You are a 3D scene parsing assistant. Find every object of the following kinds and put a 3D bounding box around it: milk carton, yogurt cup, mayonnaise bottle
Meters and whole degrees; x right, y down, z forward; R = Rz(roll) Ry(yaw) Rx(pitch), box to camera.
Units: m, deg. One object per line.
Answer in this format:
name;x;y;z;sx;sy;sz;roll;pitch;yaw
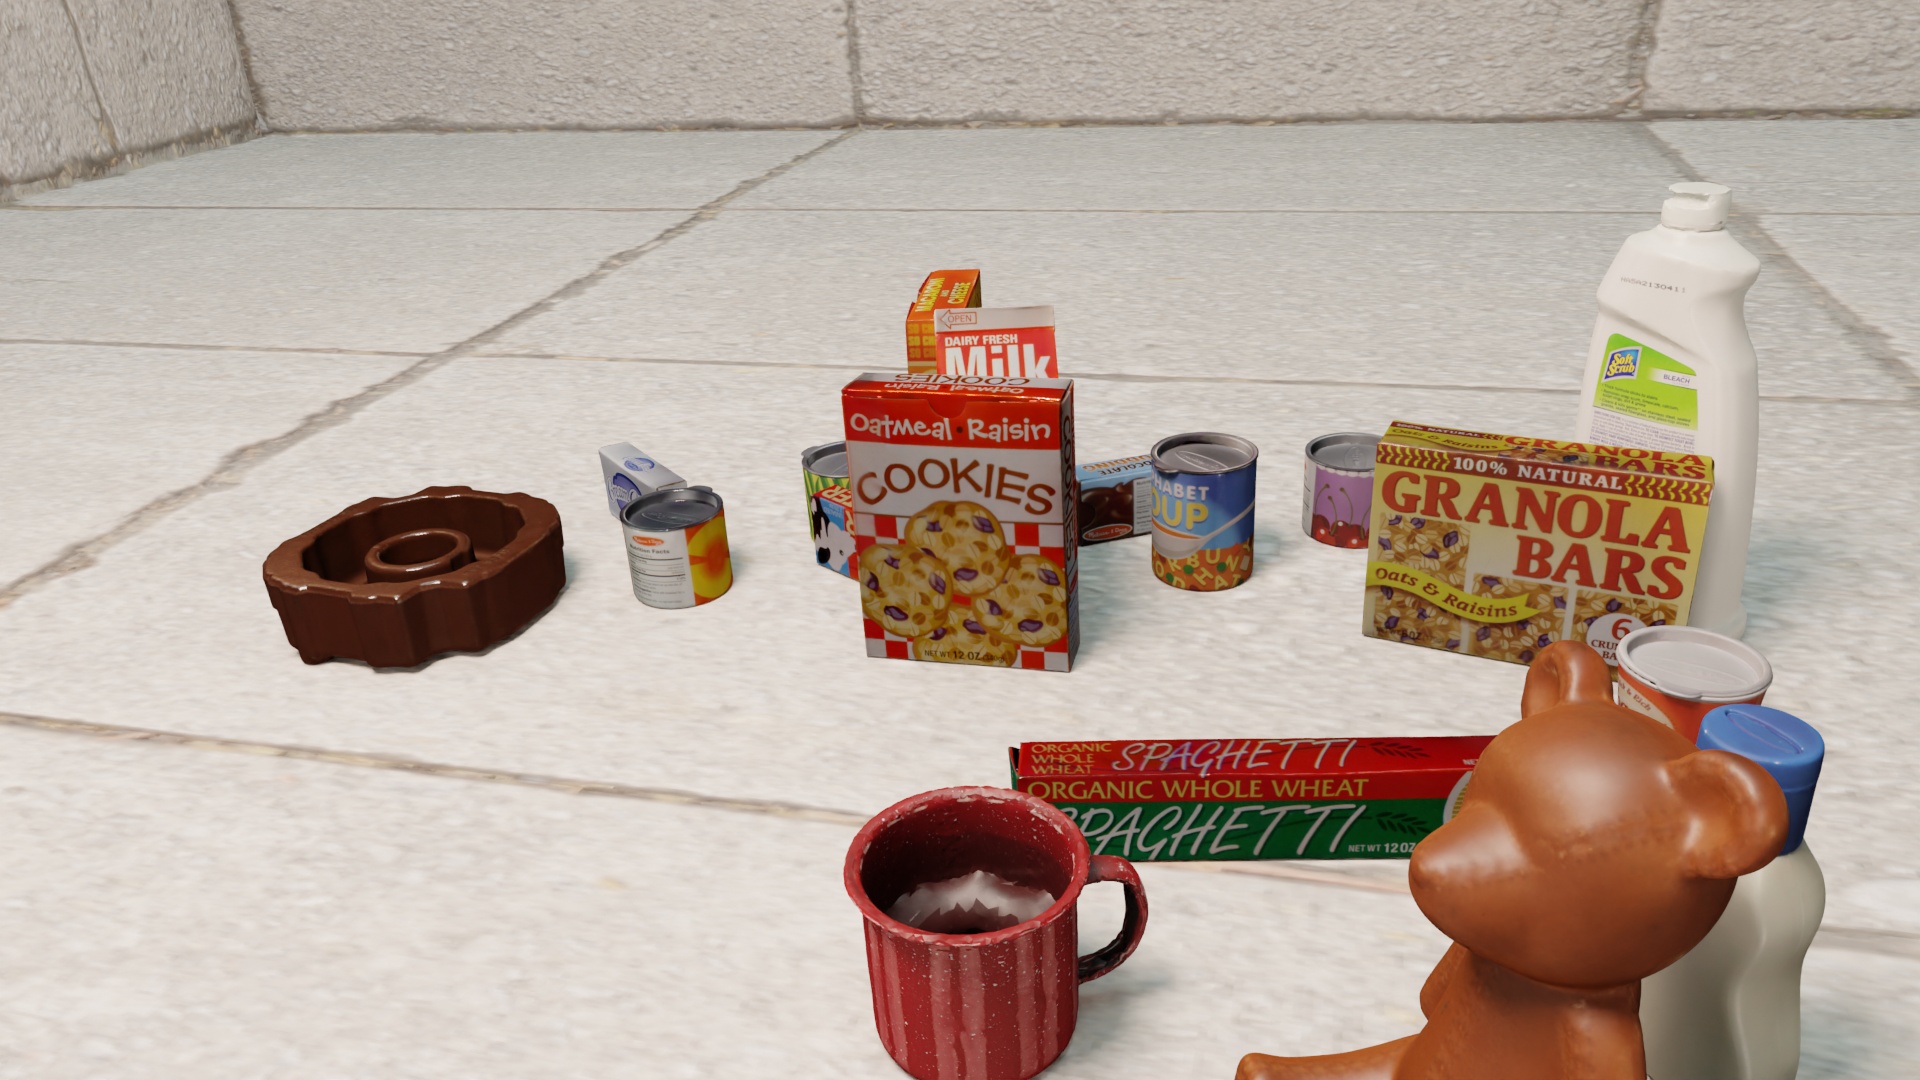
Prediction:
milk carton;0.025;-0.048;0.836;0.072;0.189;0.074;-3;25;1
yogurt cup;0.357;0.080;0.684;0.072;0.053;0.073;-3;25;1
mayonnaise bottle;0.267;0.129;0.484;0.041;0.147;0.065;-12;27;-18

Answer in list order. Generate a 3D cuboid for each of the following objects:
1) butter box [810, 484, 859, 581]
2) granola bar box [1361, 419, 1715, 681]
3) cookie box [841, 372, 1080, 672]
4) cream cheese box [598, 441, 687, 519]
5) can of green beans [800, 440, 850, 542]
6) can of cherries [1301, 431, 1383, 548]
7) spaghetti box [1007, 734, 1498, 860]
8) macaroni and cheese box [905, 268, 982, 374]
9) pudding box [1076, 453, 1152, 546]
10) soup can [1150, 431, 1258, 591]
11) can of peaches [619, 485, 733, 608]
butter box;-0.054;0.003;0.897;0.103;0.053;0.024;21;34;41
granola bar box;0.312;0.006;0.764;0.165;0.123;0.039;10;28;26
cookie box;0.003;-0.010;0.784;0.123;0.166;0.040;3;26;14
cream cheese box;-0.224;-0.031;0.988;0.024;0.053;0.104;-20;30;-31
can of green beans;-0.075;-0.032;0.967;0.071;0.057;0.071;-3;25;1
can of cherries;0.265;-0.034;0.928;0.071;0.058;0.072;-3;25;1
spaghetti box;0.147;0.118;0.635;0.250;0.050;0.029;-2;25;4
macaroni and cheese box;-0.007;-0.089;0.954;0.040;0.165;0.124;0;25;7
pudding box;0.114;-0.030;0.949;0.084;0.049;0.030;-10;26;-14
soup can;0.152;-0.018;0.880;0.071;0.083;0.071;-3;25;1
can of peaches;-0.183;0.004;0.905;0.071;0.057;0.071;-3;25;1
